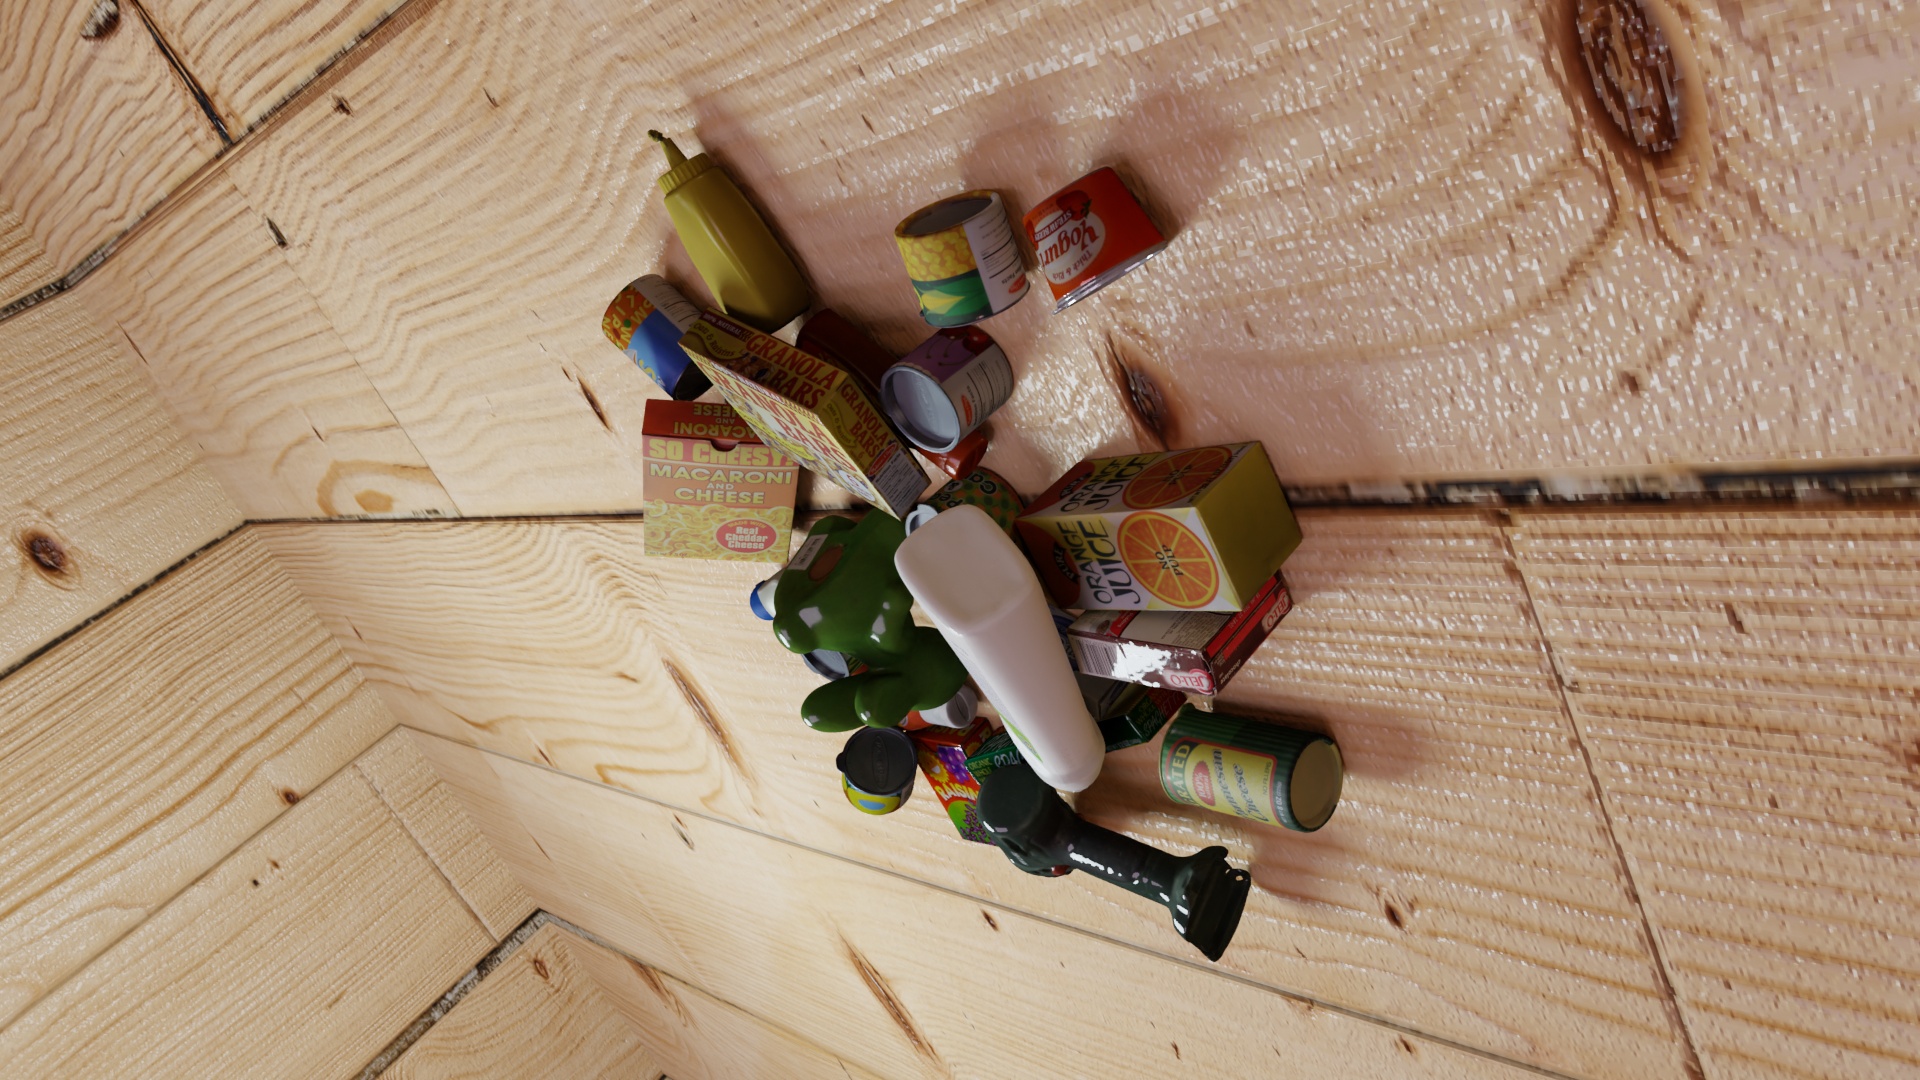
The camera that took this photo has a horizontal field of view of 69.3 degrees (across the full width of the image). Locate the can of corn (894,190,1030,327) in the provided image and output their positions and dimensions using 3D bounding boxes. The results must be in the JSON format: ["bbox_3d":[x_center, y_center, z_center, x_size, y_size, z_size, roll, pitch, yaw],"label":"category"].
[{"bbox_3d":[-0.001,-0.165,0.816,0.071,0.071,0.058,10,131,44],"label":"can of corn"}]

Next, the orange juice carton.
[{"bbox_3d":[0.104,-0.006,0.859,0.192,0.072,0.073,-3,122,50],"label":"orange juice carton"}]

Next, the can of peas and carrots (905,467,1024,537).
[{"bbox_3d":[0.004,-0.012,0.982,0.071,0.059,0.070,30,143,26],"label":"can of peas and carrots"}]

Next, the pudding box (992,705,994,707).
[{"bbox_3d":[0.035,0.094,1.085,0.049,0.030,0.083,4,128,46],"label":"pudding box"}]

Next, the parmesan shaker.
[{"bbox_3d":[0.193,0.150,0.928,0.103,0.071,0.071,5,128,47],"label":"parmesan shaker"}]

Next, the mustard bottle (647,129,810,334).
[{"bbox_3d":[-0.167,-0.219,0.971,0.065,0.049,0.160,-7,119,56],"label":"mustard bottle"}]

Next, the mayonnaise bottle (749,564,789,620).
[{"bbox_3d":[-0.144,0.041,1.212,0.041,0.065,0.147,57,151,-5],"label":"mayonnaise bottle"}]

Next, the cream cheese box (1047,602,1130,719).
[{"bbox_3d":[0.074,0.082,1.005,0.104,0.053,0.024,29,147,27],"label":"cream cheese box"}]

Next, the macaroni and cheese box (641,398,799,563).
[{"bbox_3d":[-0.195,-0.044,1.134,0.124,0.040,0.165,3,145,-10],"label":"macaroni and cheese box"}]

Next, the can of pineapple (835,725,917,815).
[{"bbox_3d":[-0.073,0.201,1.220,0.071,0.071,0.057,38,154,15],"label":"can of pineapple"}]

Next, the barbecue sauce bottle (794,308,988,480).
[{"bbox_3d":[-0.048,-0.098,0.965,0.149,0.044,0.064,37,154,15],"label":"barbecue sauce bottle"}]

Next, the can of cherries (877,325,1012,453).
[{"bbox_3d":[-0.011,-0.101,0.905,0.071,0.059,0.071,30,145,25],"label":"can of cherries"}]

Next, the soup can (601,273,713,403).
[{"bbox_3d":[-0.231,-0.157,1.093,0.084,0.072,0.071,42,147,10],"label":"soup can"}]

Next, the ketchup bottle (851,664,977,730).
[{"bbox_3d":[-0.046,0.138,1.215,0.148,0.044,0.064,0,121,49],"label":"ketchup bottle"}]

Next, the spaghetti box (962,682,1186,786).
[{"bbox_3d":[0.080,0.151,1.074,0.028,0.050,0.249,53,148,-4],"label":"spaghetti box"}]

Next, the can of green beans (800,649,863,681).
[{"bbox_3d":[-0.103,0.080,1.206,0.071,0.058,0.071,30,144,25],"label":"can of green beans"}]

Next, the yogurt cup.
[{"bbox_3d":[0.069,-0.163,0.742,0.072,0.073,0.054,-25,97,56],"label":"yogurt cup"}]

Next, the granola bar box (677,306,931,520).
[{"bbox_3d":[-0.109,-0.090,0.969,0.166,0.039,0.124,29,164,41],"label":"granola bar box"}]

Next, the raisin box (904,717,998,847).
[{"bbox_3d":[0.011,0.213,1.232,0.086,0.040,0.123,-2,123,51],"label":"raisin box"}]
